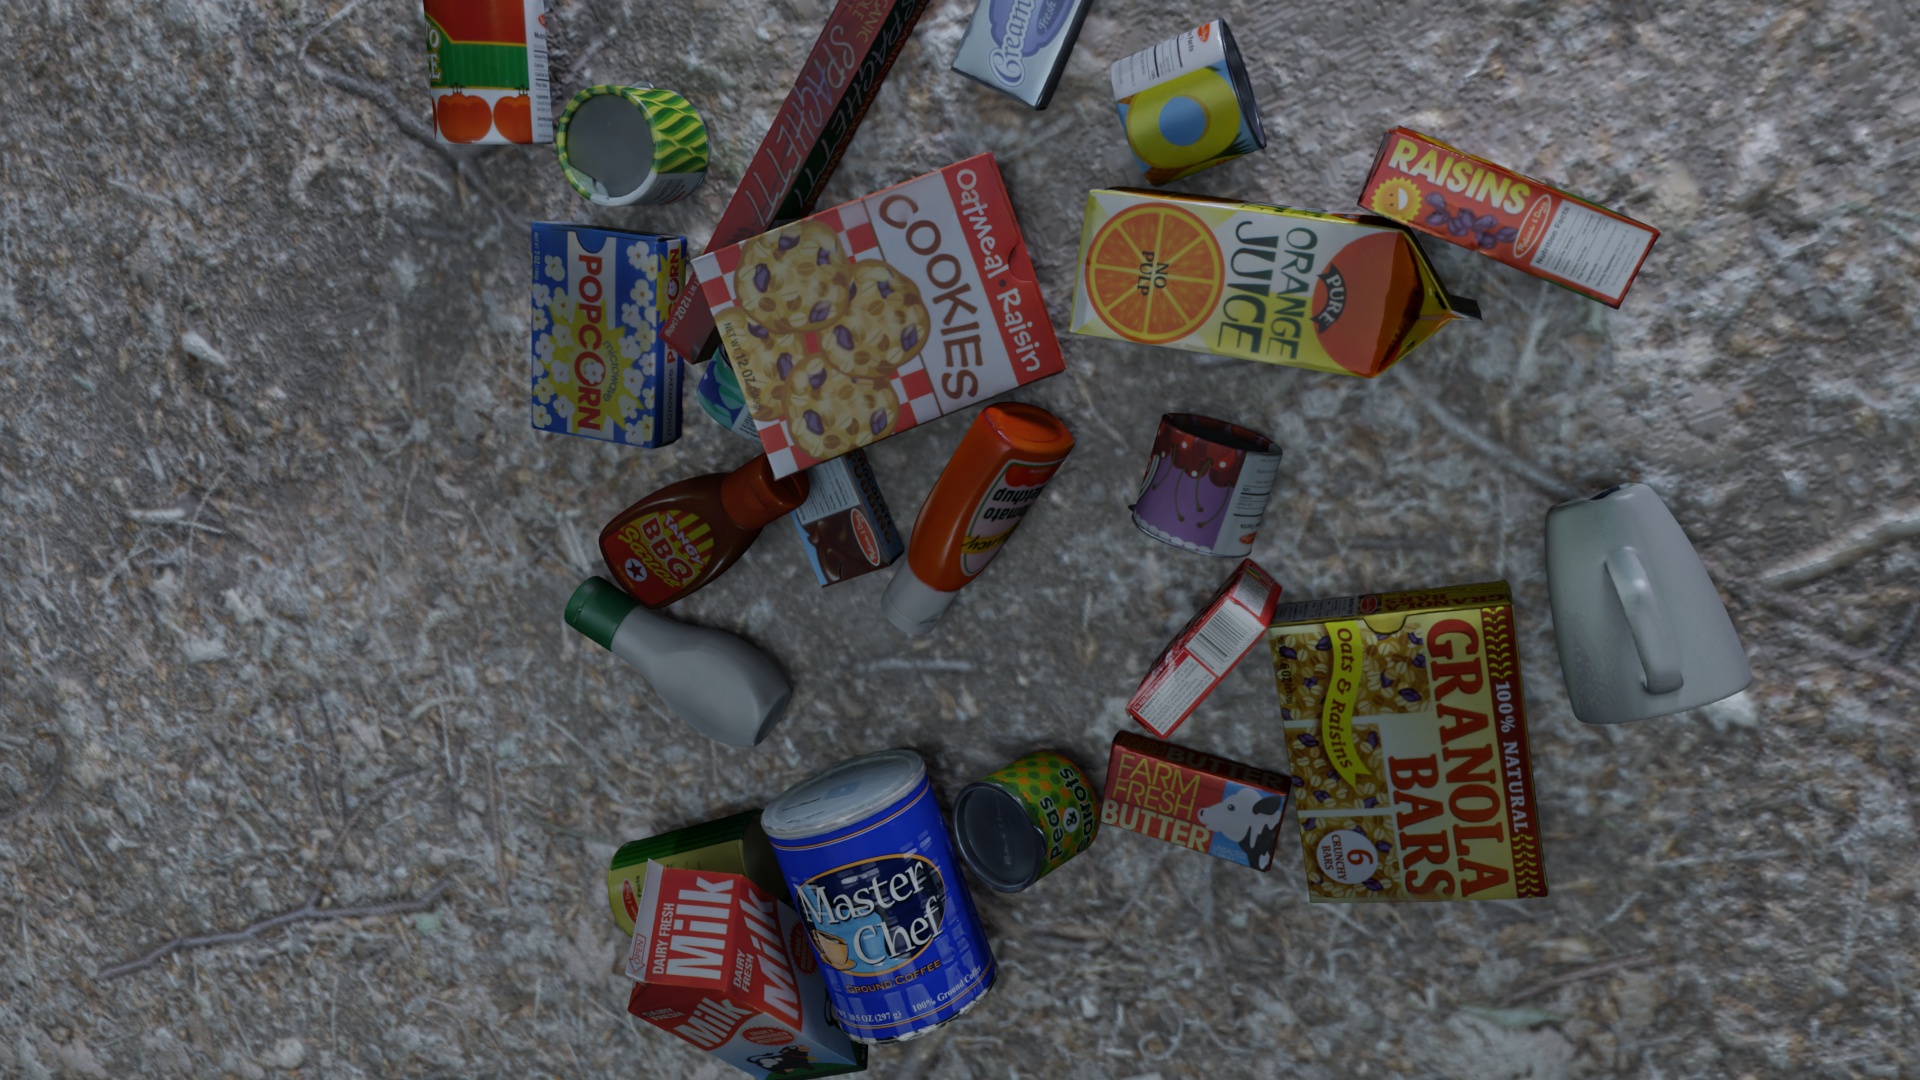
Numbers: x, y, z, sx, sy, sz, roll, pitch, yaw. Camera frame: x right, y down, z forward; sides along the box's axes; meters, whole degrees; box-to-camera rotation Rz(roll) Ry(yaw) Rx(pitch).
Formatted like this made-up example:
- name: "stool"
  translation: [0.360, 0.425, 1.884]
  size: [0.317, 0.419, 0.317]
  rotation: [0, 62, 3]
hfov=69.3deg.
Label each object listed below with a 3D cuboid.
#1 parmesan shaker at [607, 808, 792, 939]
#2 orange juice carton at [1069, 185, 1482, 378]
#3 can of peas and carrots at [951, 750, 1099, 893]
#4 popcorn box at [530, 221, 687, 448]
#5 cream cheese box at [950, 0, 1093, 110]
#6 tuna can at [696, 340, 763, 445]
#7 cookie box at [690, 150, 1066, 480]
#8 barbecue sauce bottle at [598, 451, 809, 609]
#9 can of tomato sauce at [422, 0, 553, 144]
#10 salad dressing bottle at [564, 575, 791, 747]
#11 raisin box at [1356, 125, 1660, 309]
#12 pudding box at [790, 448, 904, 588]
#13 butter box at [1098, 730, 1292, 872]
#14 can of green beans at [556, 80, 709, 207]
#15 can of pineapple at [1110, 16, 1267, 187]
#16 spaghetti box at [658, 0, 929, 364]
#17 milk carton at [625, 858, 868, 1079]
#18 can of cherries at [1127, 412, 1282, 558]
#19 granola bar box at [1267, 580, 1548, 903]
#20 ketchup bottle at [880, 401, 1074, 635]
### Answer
- name: "parmesan shaker"
  translation: [-0.164, 0.218, 0.893]
  size: [0.103, 0.071, 0.071]
  rotation: [-18, 98, 21]
- name: "orange juice carton"
  translation: [0.158, -0.128, 0.691]
  size: [0.193, 0.072, 0.072]
  rotation: [11, 108, 16]
- name: "can of peas and carrots"
  translation: [0.040, 0.161, 0.803]
  size: [0.071, 0.059, 0.070]
  rotation: [14, 112, 39]
- name: "popcorn box"
  translation: [-0.211, -0.124, 0.832]
  size: [0.085, 0.038, 0.126]
  rotation: [10, 108, 17]
- name: "cream cheese box"
  translation: [0.040, -0.280, 0.715]
  size: [0.053, 0.024, 0.103]
  rotation: [29, 111, 9]
- name: "tuna can"
  translation: [-0.117, -0.086, 0.797]
  size: [0.071, 0.071, 0.032]
  rotation: [36, 114, 6]
- name: "cookie box"
  translation: [-0.042, -0.119, 0.741]
  size: [0.167, 0.040, 0.122]
  rotation: [-21, 98, -4]
- name: "barbecue sauce bottle"
  translation: [-0.150, -0.010, 0.820]
  size: [0.148, 0.044, 0.065]
  rotation: [-26, 103, 38]
- name: "can of tomato sauce"
  translation: [-0.272, -0.270, 0.797]
  size: [0.071, 0.071, 0.082]
  rotation: [5, 107, 17]
- name: "salad dressing bottle"
  translation: [-0.179, 0.073, 0.872]
  size: [0.148, 0.044, 0.064]
  rotation: [31, 114, 10]
- name: "raisin box"
  translation: [0.251, -0.153, 0.646]
  size: [0.123, 0.086, 0.040]
  rotation: [25, 113, 11]
- name: "pudding box"
  translation: [-0.073, -0.019, 0.819]
  size: [0.049, 0.030, 0.083]
  rotation: [-20, 98, 21]
- name: "butter box"
  translation: [0.133, 0.149, 0.799]
  size: [0.103, 0.024, 0.053]
  rotation: [15, 110, 14]
- name: "can of green beans"
  translation: [-0.185, -0.223, 0.786]
  size: [0.071, 0.058, 0.071]
  rotation: [5, 106, 17]
- name: "can of pineapple"
  translation: [0.113, -0.213, 0.686]
  size: [0.058, 0.071, 0.071]
  rotation: [-16, 99, 22]
- name: "spaghetti box"
  translation: [-0.090, -0.208, 0.763]
  size: [0.029, 0.050, 0.249]
  rotation: [36, 112, 5]
- name: "milk carton"
  translation: [-0.134, 0.261, 0.837]
  size: [0.073, 0.073, 0.190]
  rotation: [-19, 136, 22]
- name: "can of cherries"
  translation: [0.127, -0.031, 0.731]
  size: [0.071, 0.072, 0.058]
  rotation: [19, 110, 13]
- name: "granola bar box"
  translation: [0.240, 0.112, 0.746]
  size: [0.124, 0.039, 0.165]
  rotation: [-7, 102, 20]
- name: "ketchup bottle"
  translation: [0.003, -0.010, 0.782]
  size: [0.043, 0.065, 0.148]
  rotation: [51, 125, 26]
